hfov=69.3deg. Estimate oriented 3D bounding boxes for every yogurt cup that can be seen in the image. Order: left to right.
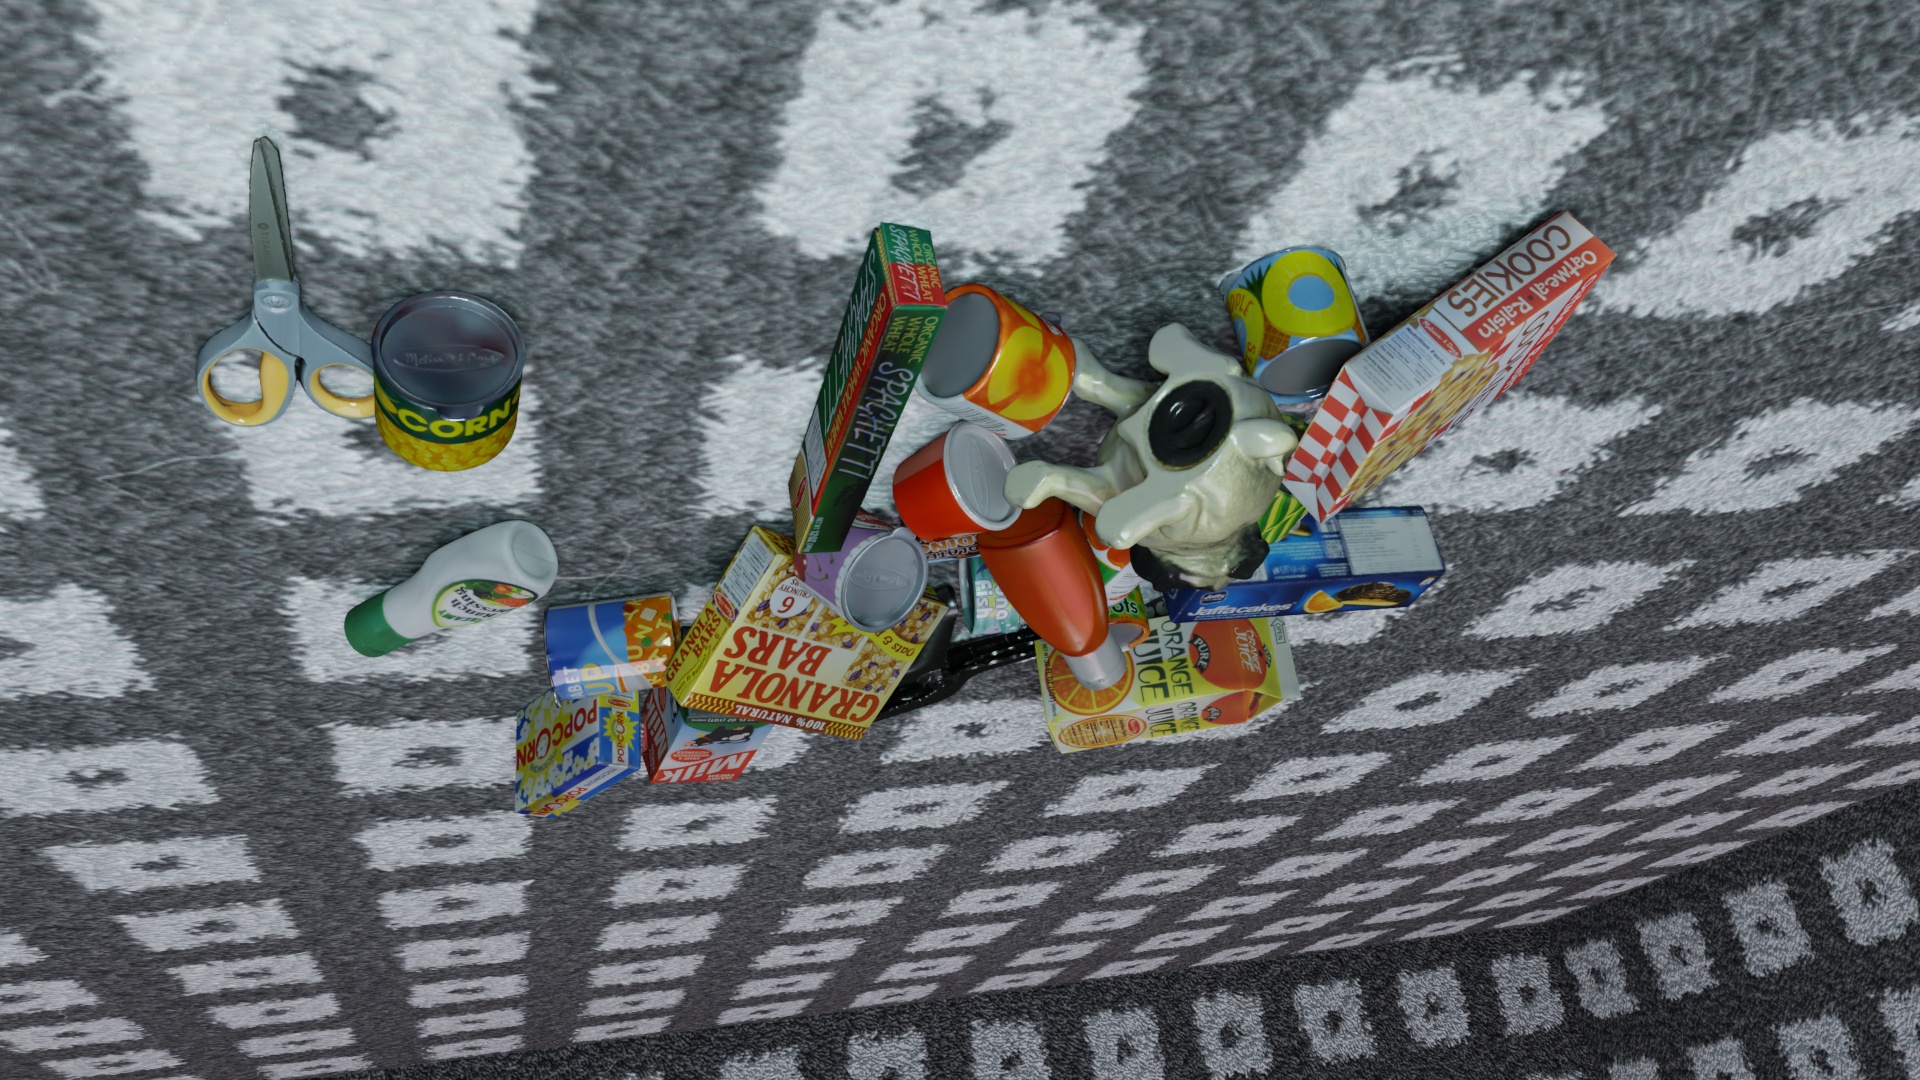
[{"bbox_3d":[-0.003,-0.032,0.829,0.054,0.072,0.072,-21,152,38],"label":"yogurt cup"}]

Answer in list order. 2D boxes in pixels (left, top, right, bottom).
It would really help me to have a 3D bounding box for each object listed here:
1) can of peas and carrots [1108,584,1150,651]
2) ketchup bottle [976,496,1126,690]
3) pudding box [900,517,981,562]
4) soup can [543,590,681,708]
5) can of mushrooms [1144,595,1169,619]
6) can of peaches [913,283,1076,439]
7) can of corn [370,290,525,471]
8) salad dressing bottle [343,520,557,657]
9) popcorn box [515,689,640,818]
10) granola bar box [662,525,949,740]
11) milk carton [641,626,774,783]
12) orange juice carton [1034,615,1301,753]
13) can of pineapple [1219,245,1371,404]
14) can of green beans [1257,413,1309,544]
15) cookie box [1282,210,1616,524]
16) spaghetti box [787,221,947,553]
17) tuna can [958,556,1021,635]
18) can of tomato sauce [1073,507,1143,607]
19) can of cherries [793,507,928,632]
[{"bbox_3d":[0.103,0.047,1.029,0.071,0.059,0.070,-9,154,-4],"label":"can of peas and carrots"},{"bbox_3d":[0.066,0.038,0.897,0.064,0.044,0.148,-13,131,22],"label":"ketchup bottle"},{"bbox_3d":[0.003,-0.011,0.908,0.084,0.030,0.049,-7,153,-6],"label":"pudding box"},{"bbox_3d":[-0.235,0.074,0.946,0.084,0.071,0.071,-7,153,-7],"label":"soup can"},{"bbox_3d":[0.181,0.068,1.129,0.071,0.033,0.070,-8,153,-4],"label":"can of mushrooms"},{"bbox_3d":[0.017,-0.094,0.713,0.071,0.071,0.058,-30,147,34],"label":"can of peaches"},{"bbox_3d":[-0.241,-0.072,0.654,0.071,0.071,0.058,1,152,-21],"label":"can of corn"},{"bbox_3d":[-0.320,0.033,0.865,0.147,0.044,0.064,-22,152,24],"label":"salad dressing bottle"},{"bbox_3d":[-0.295,0.153,1.066,0.038,0.085,0.126,18,143,-41],"label":"popcorn box"},{"bbox_3d":[-0.104,0.068,0.954,0.165,0.039,0.124,21,107,-46],"label":"granola bar box"},{"bbox_3d":[-0.200,0.138,1.084,0.072,0.074,0.189,2,152,-22],"label":"milk carton"},{"bbox_3d":[0.160,0.105,1.074,0.193,0.072,0.072,-11,151,7],"label":"orange juice carton"},{"bbox_3d":[0.177,-0.113,0.737,0.071,0.058,0.070,-8,154,-4],"label":"can of pineapple"},{"bbox_3d":[0.196,-0.039,0.882,0.071,0.071,0.057,0,151,-20],"label":"can of green beans"},{"bbox_3d":[0.258,-0.092,0.748,0.168,0.040,0.122,-34,161,-18],"label":"cookie box"},{"bbox_3d":[-0.056,-0.071,0.746,0.029,0.050,0.248,-2,153,-20],"label":"spaghetti box"},{"bbox_3d":[0.021,0.033,0.958,0.033,0.071,0.070,-5,153,-9],"label":"tuna can"},{"bbox_3d":[0.102,-0.003,0.923,0.071,0.071,0.082,2,150,-24],"label":"can of tomato sauce"},{"bbox_3d":[-0.062,0.014,0.877,0.072,0.058,0.071,-19,123,-33],"label":"can of cherries"}]
